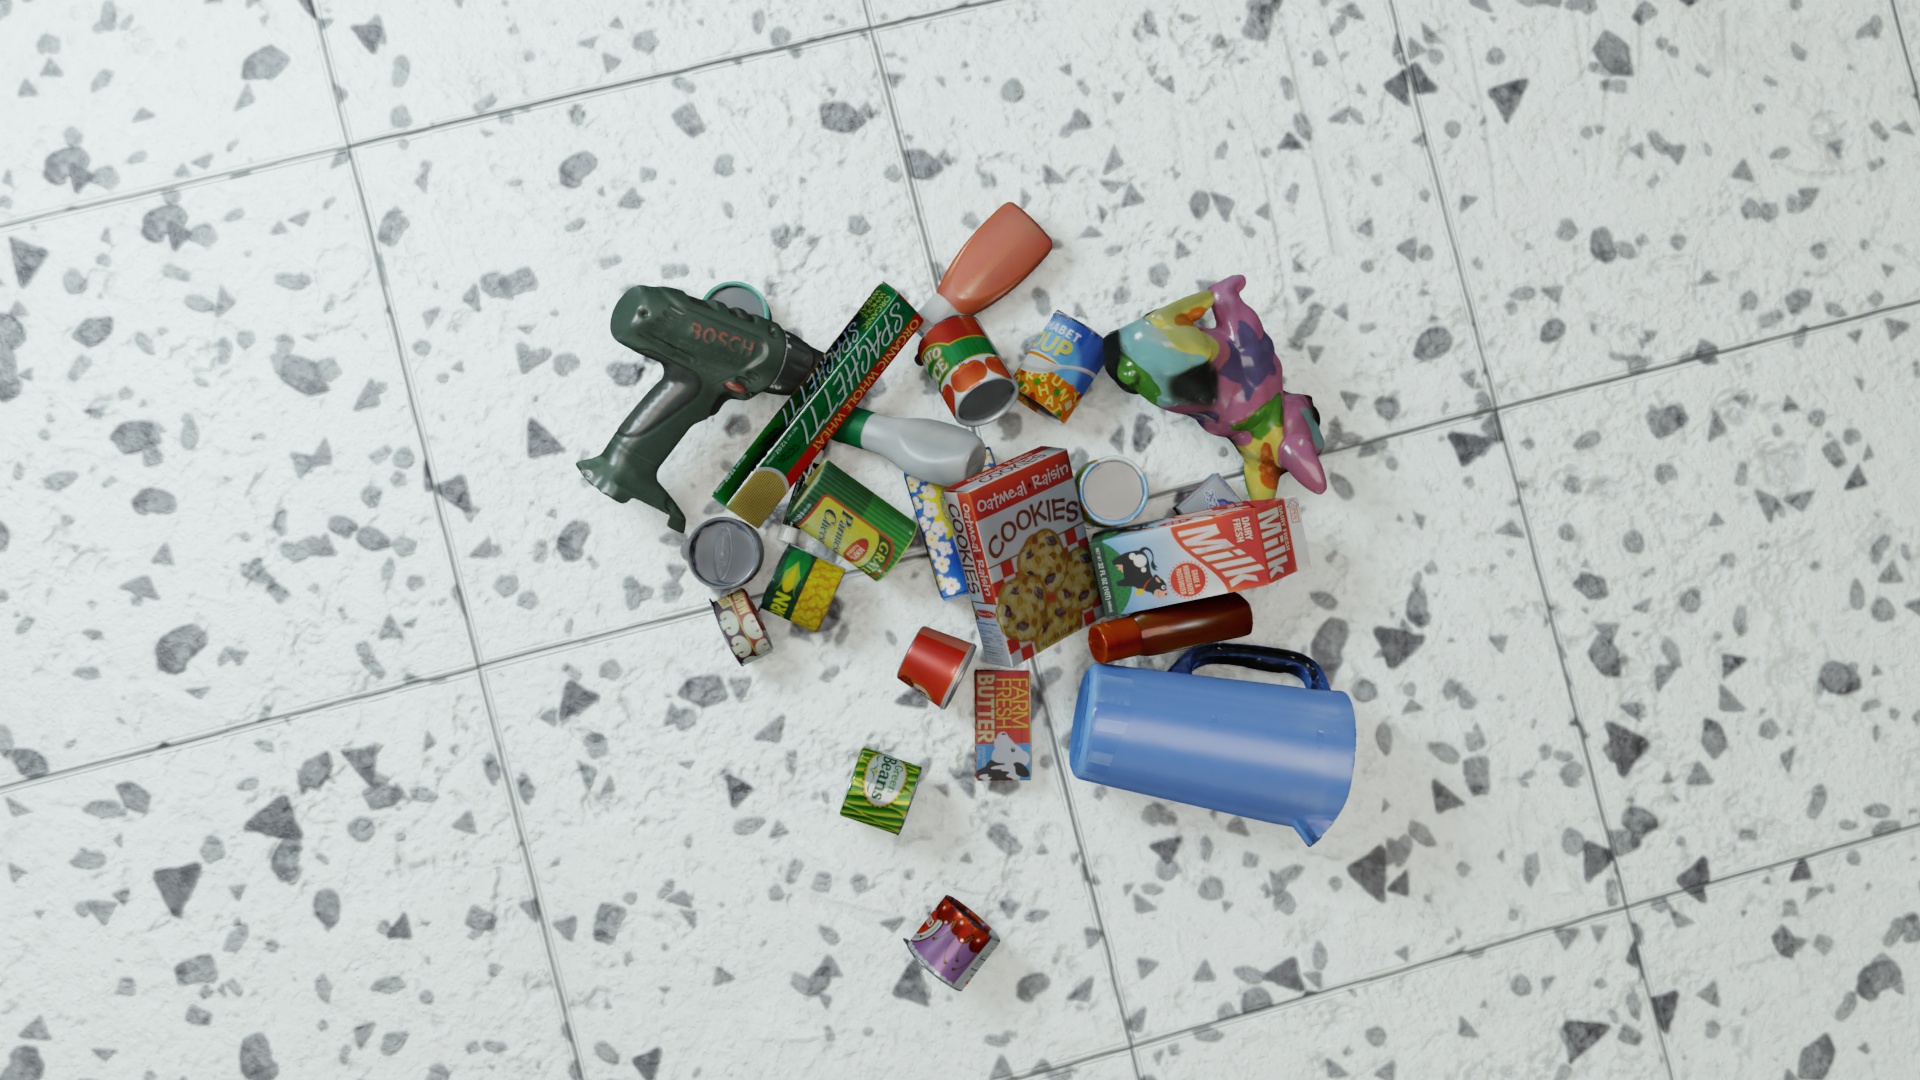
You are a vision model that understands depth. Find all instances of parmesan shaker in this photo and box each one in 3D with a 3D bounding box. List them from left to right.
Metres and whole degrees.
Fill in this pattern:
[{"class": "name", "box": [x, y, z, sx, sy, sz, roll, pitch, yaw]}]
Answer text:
[{"class": "parmesan shaker", "box": [-0.101, -0.017, 1.270, 0.103, 0.071, 0.071, 35, 87, -14]}]

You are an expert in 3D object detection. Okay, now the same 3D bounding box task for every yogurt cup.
[{"class": "yogurt cup", "box": [-0.023, 0.115, 1.281, 0.054, 0.072, 0.072, 27, 87, 5]}]

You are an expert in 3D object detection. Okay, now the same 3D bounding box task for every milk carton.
[{"class": "milk carton", "box": [0.220, 0.012, 1.272, 0.190, 0.073, 0.072, -11, 96, 9]}]

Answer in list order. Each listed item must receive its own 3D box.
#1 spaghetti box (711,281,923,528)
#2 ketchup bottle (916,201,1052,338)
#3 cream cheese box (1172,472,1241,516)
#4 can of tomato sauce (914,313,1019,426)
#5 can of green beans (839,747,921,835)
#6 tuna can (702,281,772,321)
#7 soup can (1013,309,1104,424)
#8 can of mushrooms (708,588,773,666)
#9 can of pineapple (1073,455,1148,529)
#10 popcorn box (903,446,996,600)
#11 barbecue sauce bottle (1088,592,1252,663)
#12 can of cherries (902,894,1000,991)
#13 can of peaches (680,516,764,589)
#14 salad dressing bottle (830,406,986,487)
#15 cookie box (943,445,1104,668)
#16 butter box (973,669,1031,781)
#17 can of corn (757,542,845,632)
[{"class": "spaghetti box", "box": [-0.127, -0.122, 1.255, 0.250, 0.050, 0.029, -52, 51, -1]}, {"class": "ketchup bottle", "box": [0.015, -0.246, 1.304, 0.065, 0.043, 0.149, 44, 86, 0]}, {"class": "cream cheese box", "box": [0.256, -0.009, 1.321, 0.053, 0.024, 0.104, -41, 91, -2]}, {"class": "can of tomato sauce", "box": [0.005, -0.154, 1.272, 0.071, 0.071, 0.083, -27, 59, -4]}, {"class": "can of green beans", "box": [-0.073, 0.229, 1.272, 0.058, 0.071, 0.071, 20, 88, -2]}, {"class": "tuna can", "box": [-0.210, -0.209, 1.294, 0.071, 0.033, 0.071, 0, 89, -4]}, {"class": "soup can", "box": [0.090, -0.161, 1.293, 0.071, 0.071, 0.084, 33, 87, -2]}, {"class": "can of mushrooms", "box": [-0.200, 0.077, 1.268, 0.033, 0.071, 0.071, -26, 90, -4]}, {"class": "can of pineapple", "box": [0.138, -0.044, 1.298, 0.071, 0.058, 0.071, 0, 89, -4]}, {"class": "popcorn box", "box": [0.005, -0.016, 1.299, 0.085, 0.038, 0.126, -17, 89, -5]}, {"class": "barbecue sauce bottle", "box": [0.191, 0.080, 1.277, 0.149, 0.065, 0.043, -11, 102, -20]}, {"class": "can of cherries", "box": [-0.008, 0.366, 1.272, 0.071, 0.071, 0.058, 39, 87, -2]}, {"class": "can of peaches", "box": [-0.217, 0.011, 1.274, 0.071, 0.058, 0.071, 0, 89, -3]}, {"class": "salad dressing bottle", "box": [-0.051, -0.090, 1.270, 0.148, 0.043, 0.064, 19, 45, 22]}, {"class": "cookie box", "box": [0.059, 0.013, 1.253, 0.123, 0.040, 0.167, -25, 108, -36]}, {"class": "butter box", "box": [0.040, 0.172, 1.302, 0.053, 0.024, 0.103, -1, 89, -4]}, {"class": "can of corn", "box": [-0.145, 0.046, 1.273, 0.058, 0.071, 0.071, 24, 87, -3]}]
